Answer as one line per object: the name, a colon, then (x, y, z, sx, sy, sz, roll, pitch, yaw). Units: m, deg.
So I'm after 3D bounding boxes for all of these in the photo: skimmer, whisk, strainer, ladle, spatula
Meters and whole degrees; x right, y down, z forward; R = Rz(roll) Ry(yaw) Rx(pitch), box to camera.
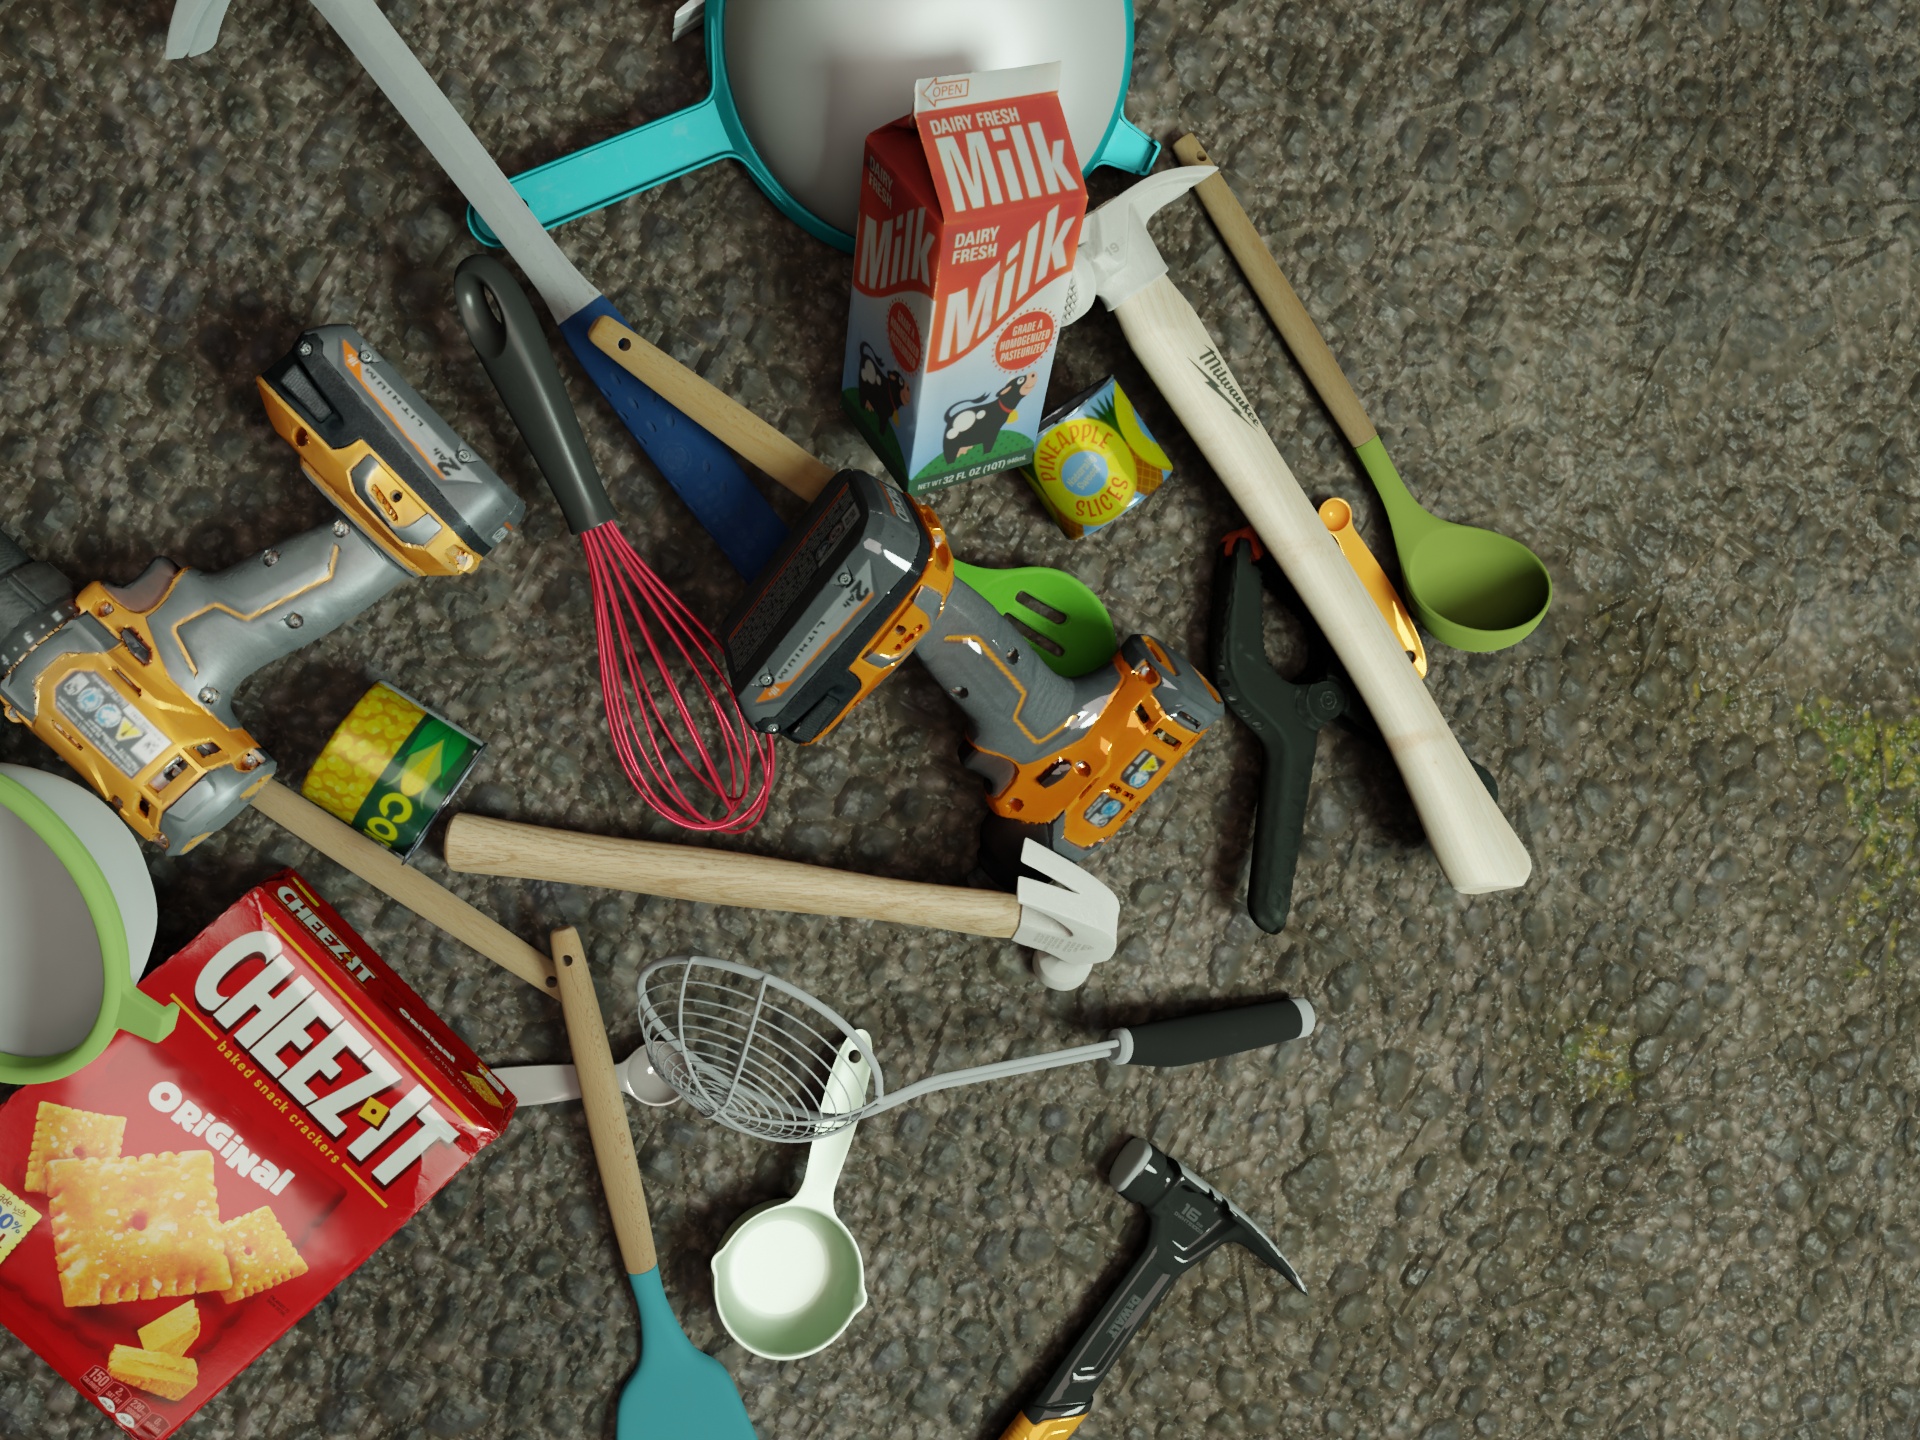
skimmer: (0.021, 0.147, 0.812, 0.363, 0.127, 0.090, -4, 61, -26)
whisk: (-0.164, -0.074, 0.744, 0.073, 0.073, 0.295, -25, 108, -9)
strainer: (-0.419, 0.026, 0.674, 0.151, 0.069, 0.256, -13, 103, 20)
ladle: (0.208, -0.174, 0.841, 0.078, 0.062, 0.320, -38, 99, -26)
strainer: (-0.067, -0.287, 0.728, 0.340, 0.095, 0.210, -24, 116, -4)
spatula: (-0.163, 0.254, 0.793, 0.082, 0.044, 0.317, -12, 103, -6)

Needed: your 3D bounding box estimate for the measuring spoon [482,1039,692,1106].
measuring spoon: (-0.198, 0.180, 0.805, 0.124, 0.018, 0.034, -4, 99, -5)

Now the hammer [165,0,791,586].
hammer: (-0.187, -0.196, 0.733, 0.144, 0.035, 0.405, -28, 112, 22)

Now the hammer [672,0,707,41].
hammer: (-0.247, -0.383, 0.737, 0.331, 0.033, 0.128, -6, 95, -11)

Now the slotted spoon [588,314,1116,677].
slotted spoon: (-0.044, -0.099, 0.768, 0.313, 0.031, 0.070, 33, 87, -29)

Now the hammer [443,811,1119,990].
hammer: (-0.084, 0.081, 0.782, 0.331, 0.130, 0.031, 8, 63, -5)

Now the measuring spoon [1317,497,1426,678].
measuring spoon: (0.227, -0.071, 0.877, 0.021, 0.011, 0.117, -34, 104, -7)

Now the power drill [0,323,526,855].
power drill: (-0.336, -0.078, 0.713, 0.226, 0.084, 0.185, -45, 99, -7)

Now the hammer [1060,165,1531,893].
hammer: (0.184, -0.087, 0.816, 0.146, 0.038, 0.410, -43, 104, -37)

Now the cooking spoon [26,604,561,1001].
cooking spoon: (-0.318, 0.045, 0.763, 0.318, 0.017, 0.069, 36, 87, -12)

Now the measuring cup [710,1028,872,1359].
measuring cup: (-0.078, 0.242, 0.827, 0.083, 0.038, 0.168, 19, 77, -12)

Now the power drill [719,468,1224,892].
power drill: (-0.001, -0.002, 0.770, 0.226, 0.084, 0.164, 29, 110, -30)

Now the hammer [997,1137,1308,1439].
hammer: (0.044, 0.395, 0.862, 0.127, 0.034, 0.337, 39, 86, -11)
